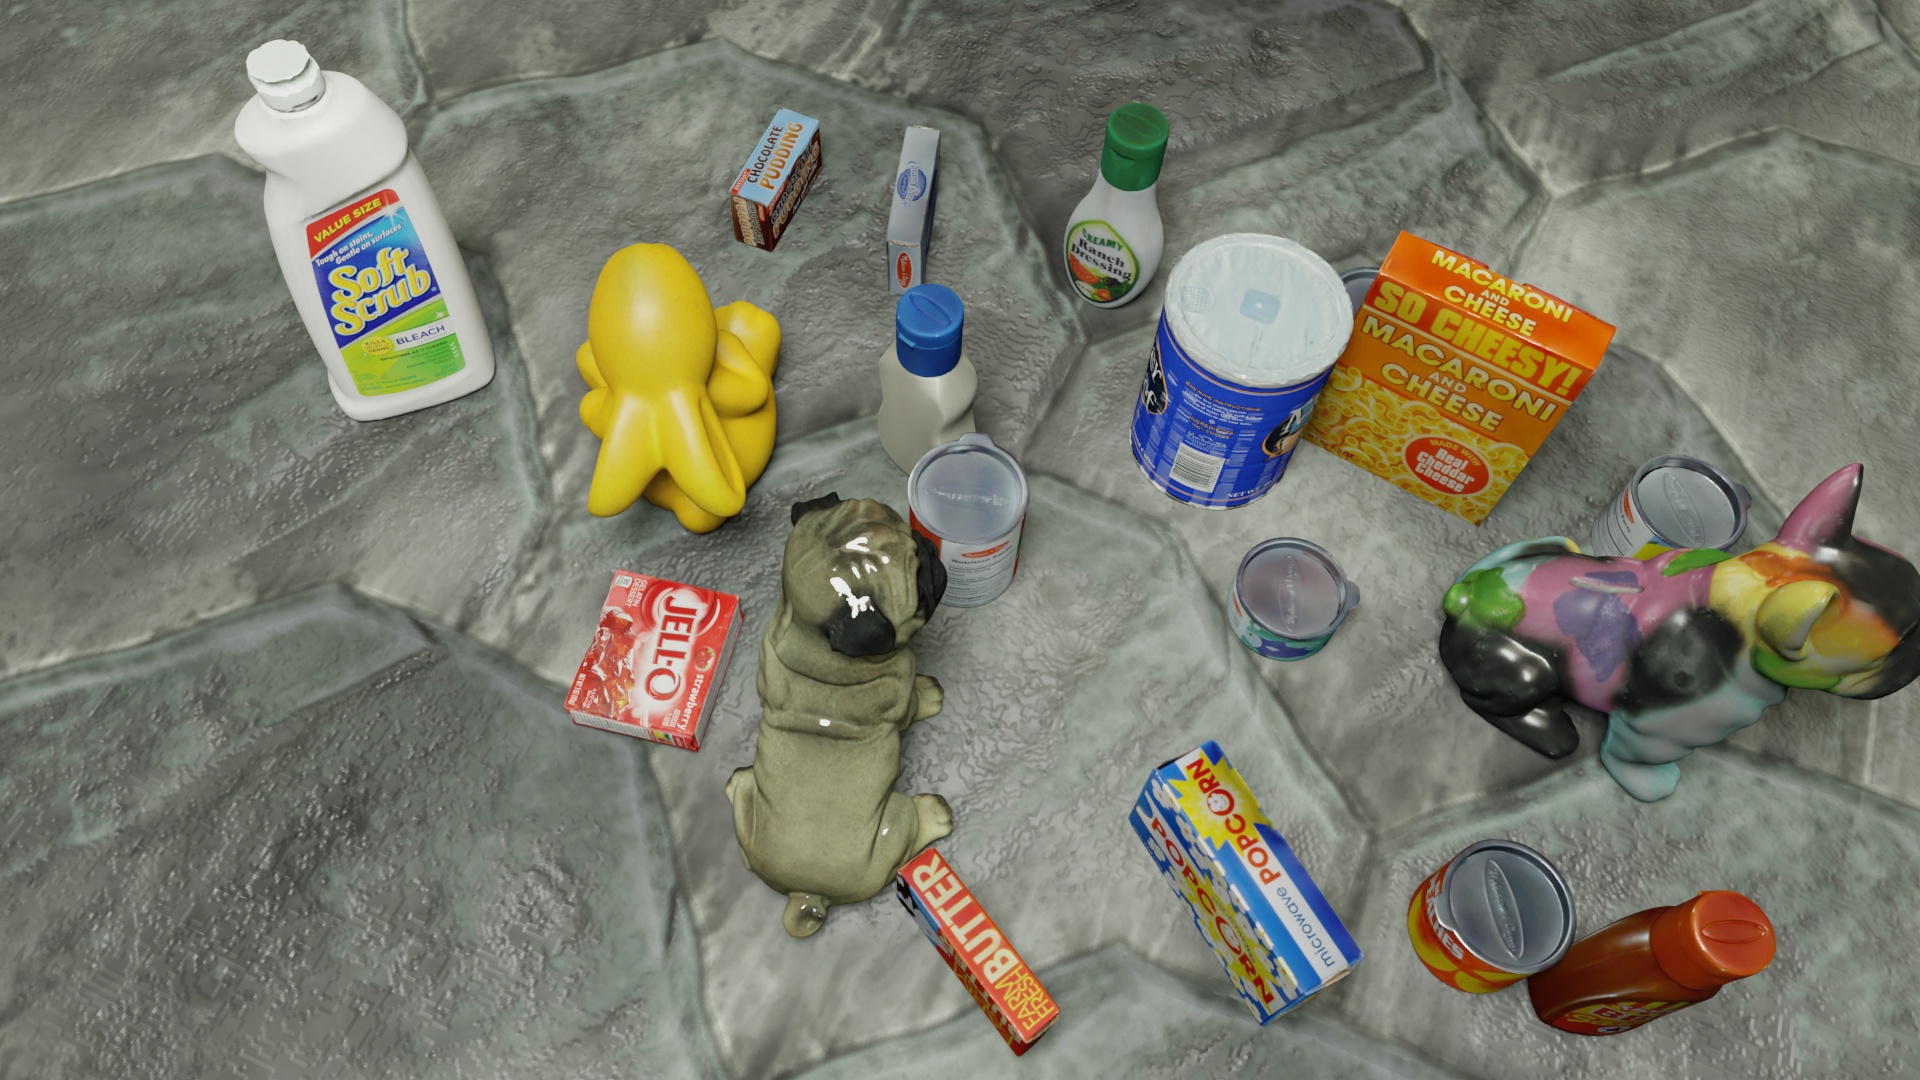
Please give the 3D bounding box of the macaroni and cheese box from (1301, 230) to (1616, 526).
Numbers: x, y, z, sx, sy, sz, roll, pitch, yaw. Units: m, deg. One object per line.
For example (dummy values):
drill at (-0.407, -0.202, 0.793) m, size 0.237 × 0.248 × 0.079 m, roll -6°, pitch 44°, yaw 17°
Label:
macaroni and cheese box at (0.278, -0.089, 0.800) m, size 0.124 × 0.165 × 0.040 m, roll 29°, pitch 64°, yaw 12°

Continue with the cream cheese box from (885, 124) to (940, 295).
cream cheese box at (-0.031, -0.218, 0.919) m, size 0.024 × 0.053 × 0.104 m, roll 7°, pitch 61°, yaw 1°

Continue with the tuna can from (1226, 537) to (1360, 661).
tuna can at (0.191, 0.034, 0.804) m, size 0.071 × 0.032 × 0.071 m, roll 1°, pitch 61°, yaw -2°

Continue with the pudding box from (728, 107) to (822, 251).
pudding box at (-0.123, -0.242, 0.930) m, size 0.030 × 0.049 × 0.084 m, roll 20°, pitch 63°, yaw 8°

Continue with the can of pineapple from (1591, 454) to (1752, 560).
can of pineapple at (0.420, -0.008, 0.824) m, size 0.071 × 0.057 × 0.071 m, roll 1°, pitch 62°, yaw -2°

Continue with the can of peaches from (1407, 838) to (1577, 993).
can of peaches at (0.266, 0.192, 0.707) m, size 0.071 × 0.057 × 0.071 m, roll 1°, pitch 62°, yaw -2°

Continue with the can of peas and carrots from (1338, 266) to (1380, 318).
can of peas and carrots at (0.258, -0.129, 0.881) m, size 0.071 × 0.058 × 0.071 m, roll 1°, pitch 62°, yaw -2°

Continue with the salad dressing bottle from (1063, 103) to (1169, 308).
salad dressing bottle at (0.100, -0.206, 0.866) m, size 0.064 × 0.147 × 0.044 m, roll 31°, pitch 65°, yaw 13°

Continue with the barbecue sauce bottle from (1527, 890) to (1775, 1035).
barbecue sauce bottle at (0.326, 0.200, 0.655) m, size 0.065 × 0.147 × 0.044 m, roll 0°, pitch 62°, yaw -2°

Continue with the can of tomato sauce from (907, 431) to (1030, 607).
can of tomato sauce at (0.003, -0.010, 0.791) m, size 0.071 × 0.082 × 0.071 m, roll 1°, pitch 62°, yaw -2°

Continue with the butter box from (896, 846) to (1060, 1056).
butter box at (0.008, 0.205, 0.691) m, size 0.024 × 0.053 × 0.104 m, roll -34°, pitch 68°, yaw -19°

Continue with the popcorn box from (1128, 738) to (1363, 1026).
popcorn box at (0.139, 0.172, 0.697) m, size 0.038 × 0.084 × 0.127 m, roll -26°, pitch 66°, yaw -15°

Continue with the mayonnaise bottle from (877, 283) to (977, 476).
mayonnaise bottle at (-0.018, -0.087, 0.795) m, size 0.065 × 0.147 × 0.041 m, roll 39°, pitch 67°, yaw 17°
